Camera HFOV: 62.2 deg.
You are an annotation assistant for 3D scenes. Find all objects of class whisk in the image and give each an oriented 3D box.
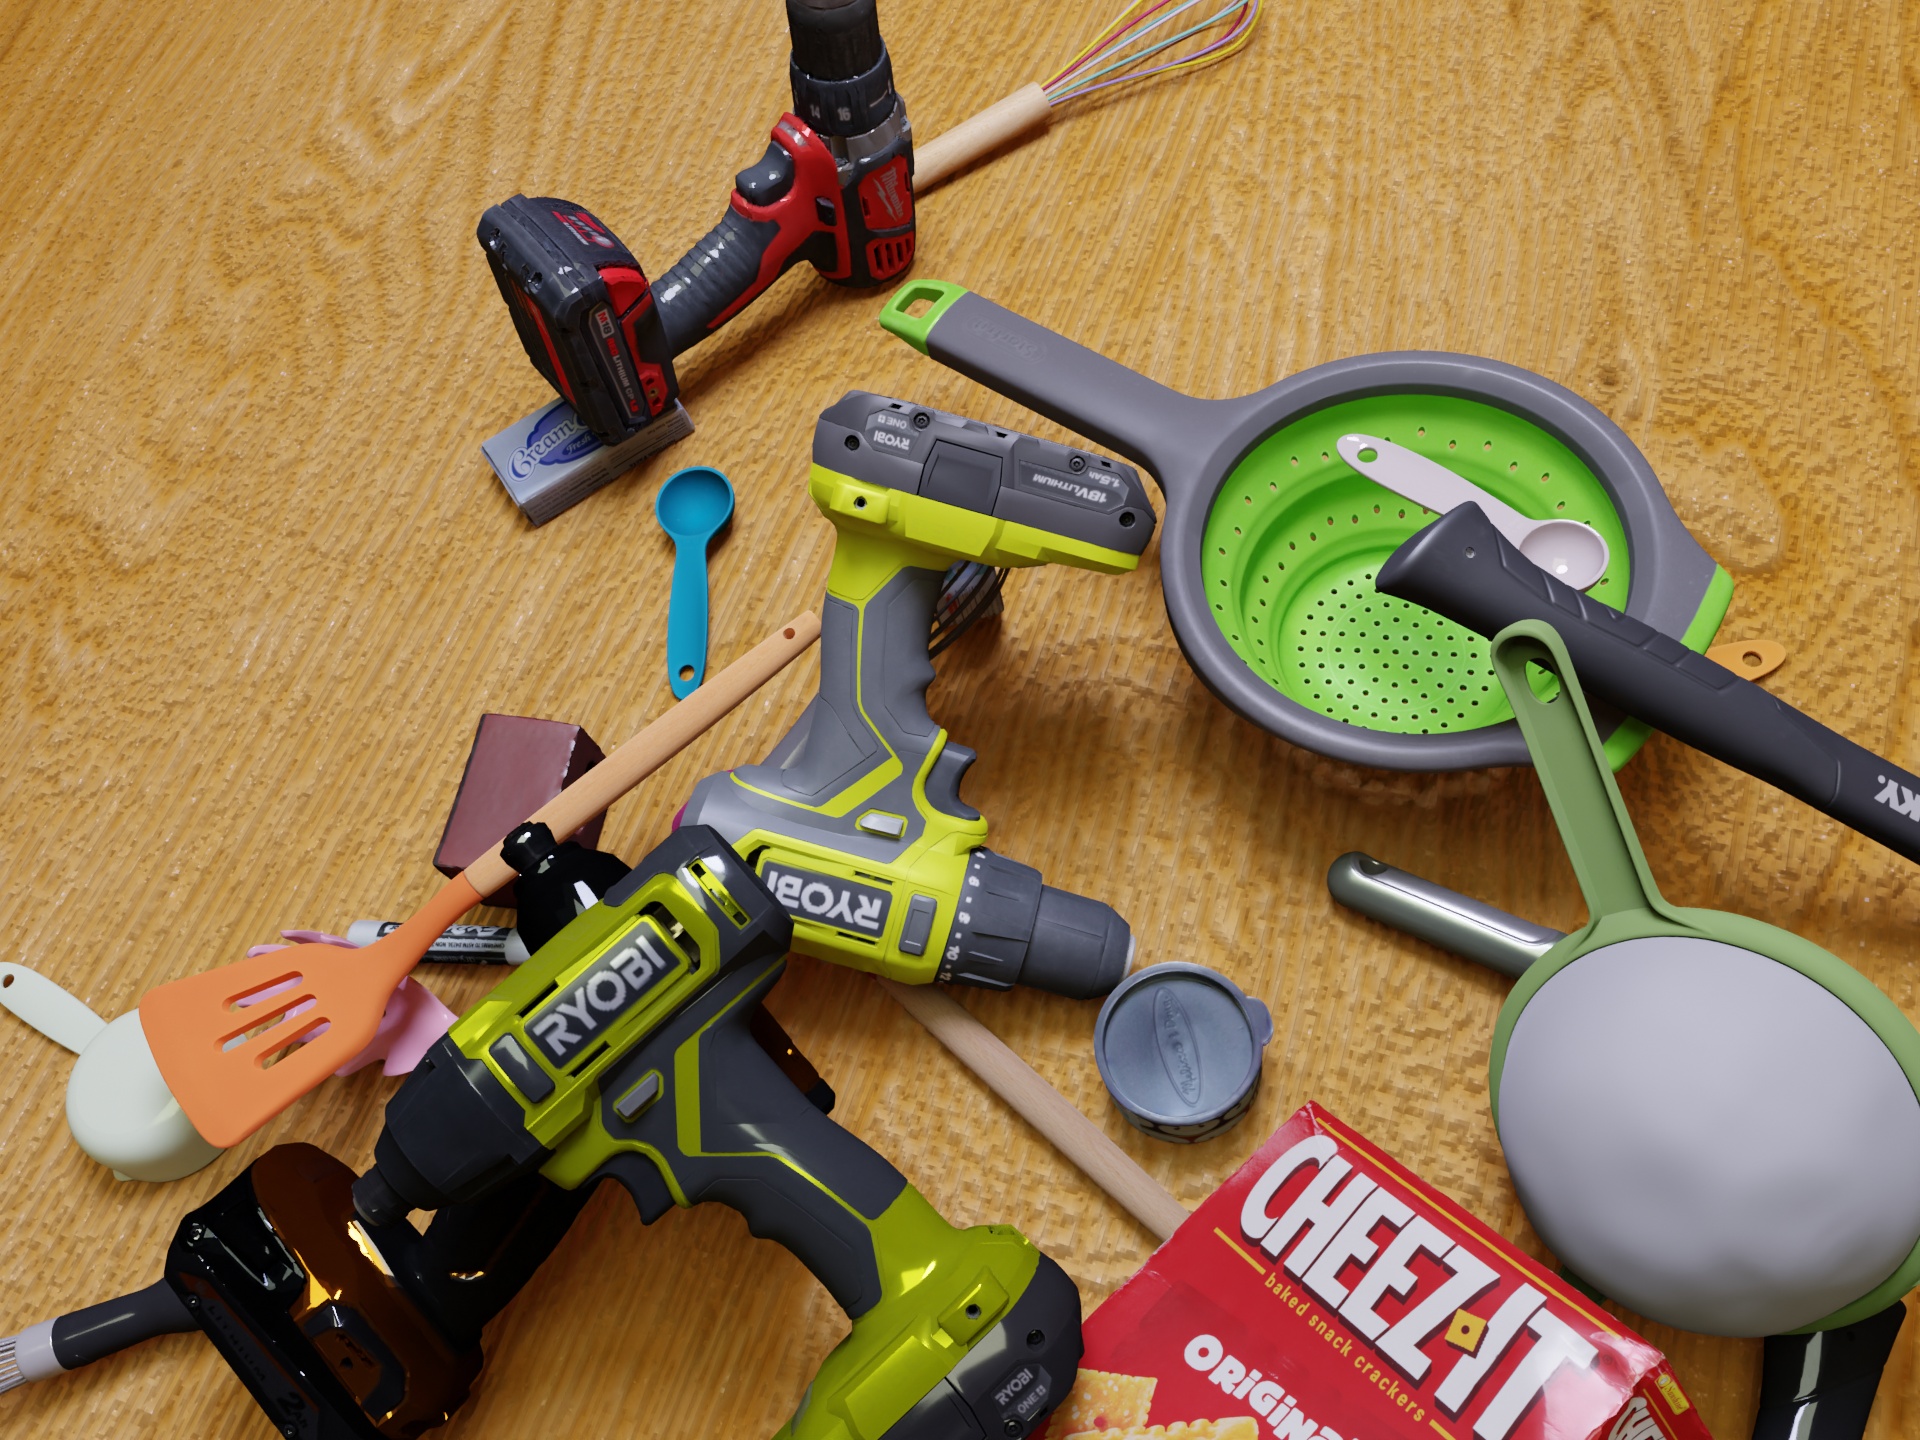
[{"bbox_3d":[-0.055,-0.004,0.697,0.055,0.055,0.239,38,92,26],"label":"whisk"},{"bbox_3d":[-0.406,0.270,0.653,0.284,0.070,0.070,-19,60,-5],"label":"whisk"},{"bbox_3d":[0.258,0.105,0.615,0.246,0.059,0.058,23,30,26],"label":"whisk"},{"bbox_3d":[0.068,-0.364,0.912,0.245,0.047,0.051,-30,48,-1],"label":"whisk"}]

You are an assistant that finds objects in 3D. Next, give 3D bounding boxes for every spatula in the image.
[{"bbox_3d":[-0.189,0.052,0.673,0.322,0.041,0.081,-38,67,-7],"label":"spatula"}]

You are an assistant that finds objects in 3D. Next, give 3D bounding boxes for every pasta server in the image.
[{"bbox_3d":[-0.169,0.159,0.673,0.316,0.040,0.060,18,95,18],"label":"pasta server"}]

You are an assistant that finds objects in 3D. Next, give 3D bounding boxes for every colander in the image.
[{"bbox_3d":[0.127,-0.091,0.717,0.397,0.094,0.204,32,72,24],"label":"colander"}]

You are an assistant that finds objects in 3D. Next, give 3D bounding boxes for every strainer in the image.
[{"bbox_3d":[0.218,0.092,0.520,0.151,0.069,0.256,-21,89,42],"label":"strainer"}]

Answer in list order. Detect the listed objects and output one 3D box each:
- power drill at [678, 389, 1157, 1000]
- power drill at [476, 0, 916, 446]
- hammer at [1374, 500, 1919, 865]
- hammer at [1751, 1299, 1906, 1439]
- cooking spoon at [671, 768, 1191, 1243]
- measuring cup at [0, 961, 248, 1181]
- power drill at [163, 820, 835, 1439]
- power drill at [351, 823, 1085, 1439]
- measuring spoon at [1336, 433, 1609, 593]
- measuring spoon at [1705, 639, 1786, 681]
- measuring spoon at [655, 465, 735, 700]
[{"bbox_3d":[-0.001,-0.002,0.640,0.190,0.080,0.228,15,101,-1],"label":"power drill"},{"bbox_3d":[-0.120,-0.261,0.795,0.227,0.187,0.080,-36,64,-16],"label":"power drill"},{"bbox_3d":[0.301,0.017,0.579,0.334,0.035,0.146,27,75,-5],"label":"hammer"},{"bbox_3d":[0.220,0.361,0.481,0.149,0.036,0.409,26,67,11],"label":"hammer"},{"bbox_3d":[-0.013,0.120,0.674,0.319,0.017,0.069,38,75,27],"label":"cooking spoon"},{"bbox_3d":[-0.397,0.146,0.724,0.168,0.038,0.083,25,69,20],"label":"measuring cup"},{"bbox_3d":[-0.183,0.157,0.613,0.226,0.084,0.164,-40,86,-1],"label":"power drill"},{"bbox_3d":[-0.082,0.171,0.541,0.171,0.080,0.223,-41,86,-6],"label":"power drill"},{"bbox_3d":[0.202,-0.083,0.638,0.034,0.018,0.124,-44,57,-13],"label":"measuring spoon"},{"bbox_3d":[0.303,-0.012,0.691,0.117,0.011,0.021,-18,59,-3],"label":"measuring spoon"},{"bbox_3d":[-0.134,-0.068,0.806,0.042,0.021,0.129,-4,70,10],"label":"measuring spoon"}]
